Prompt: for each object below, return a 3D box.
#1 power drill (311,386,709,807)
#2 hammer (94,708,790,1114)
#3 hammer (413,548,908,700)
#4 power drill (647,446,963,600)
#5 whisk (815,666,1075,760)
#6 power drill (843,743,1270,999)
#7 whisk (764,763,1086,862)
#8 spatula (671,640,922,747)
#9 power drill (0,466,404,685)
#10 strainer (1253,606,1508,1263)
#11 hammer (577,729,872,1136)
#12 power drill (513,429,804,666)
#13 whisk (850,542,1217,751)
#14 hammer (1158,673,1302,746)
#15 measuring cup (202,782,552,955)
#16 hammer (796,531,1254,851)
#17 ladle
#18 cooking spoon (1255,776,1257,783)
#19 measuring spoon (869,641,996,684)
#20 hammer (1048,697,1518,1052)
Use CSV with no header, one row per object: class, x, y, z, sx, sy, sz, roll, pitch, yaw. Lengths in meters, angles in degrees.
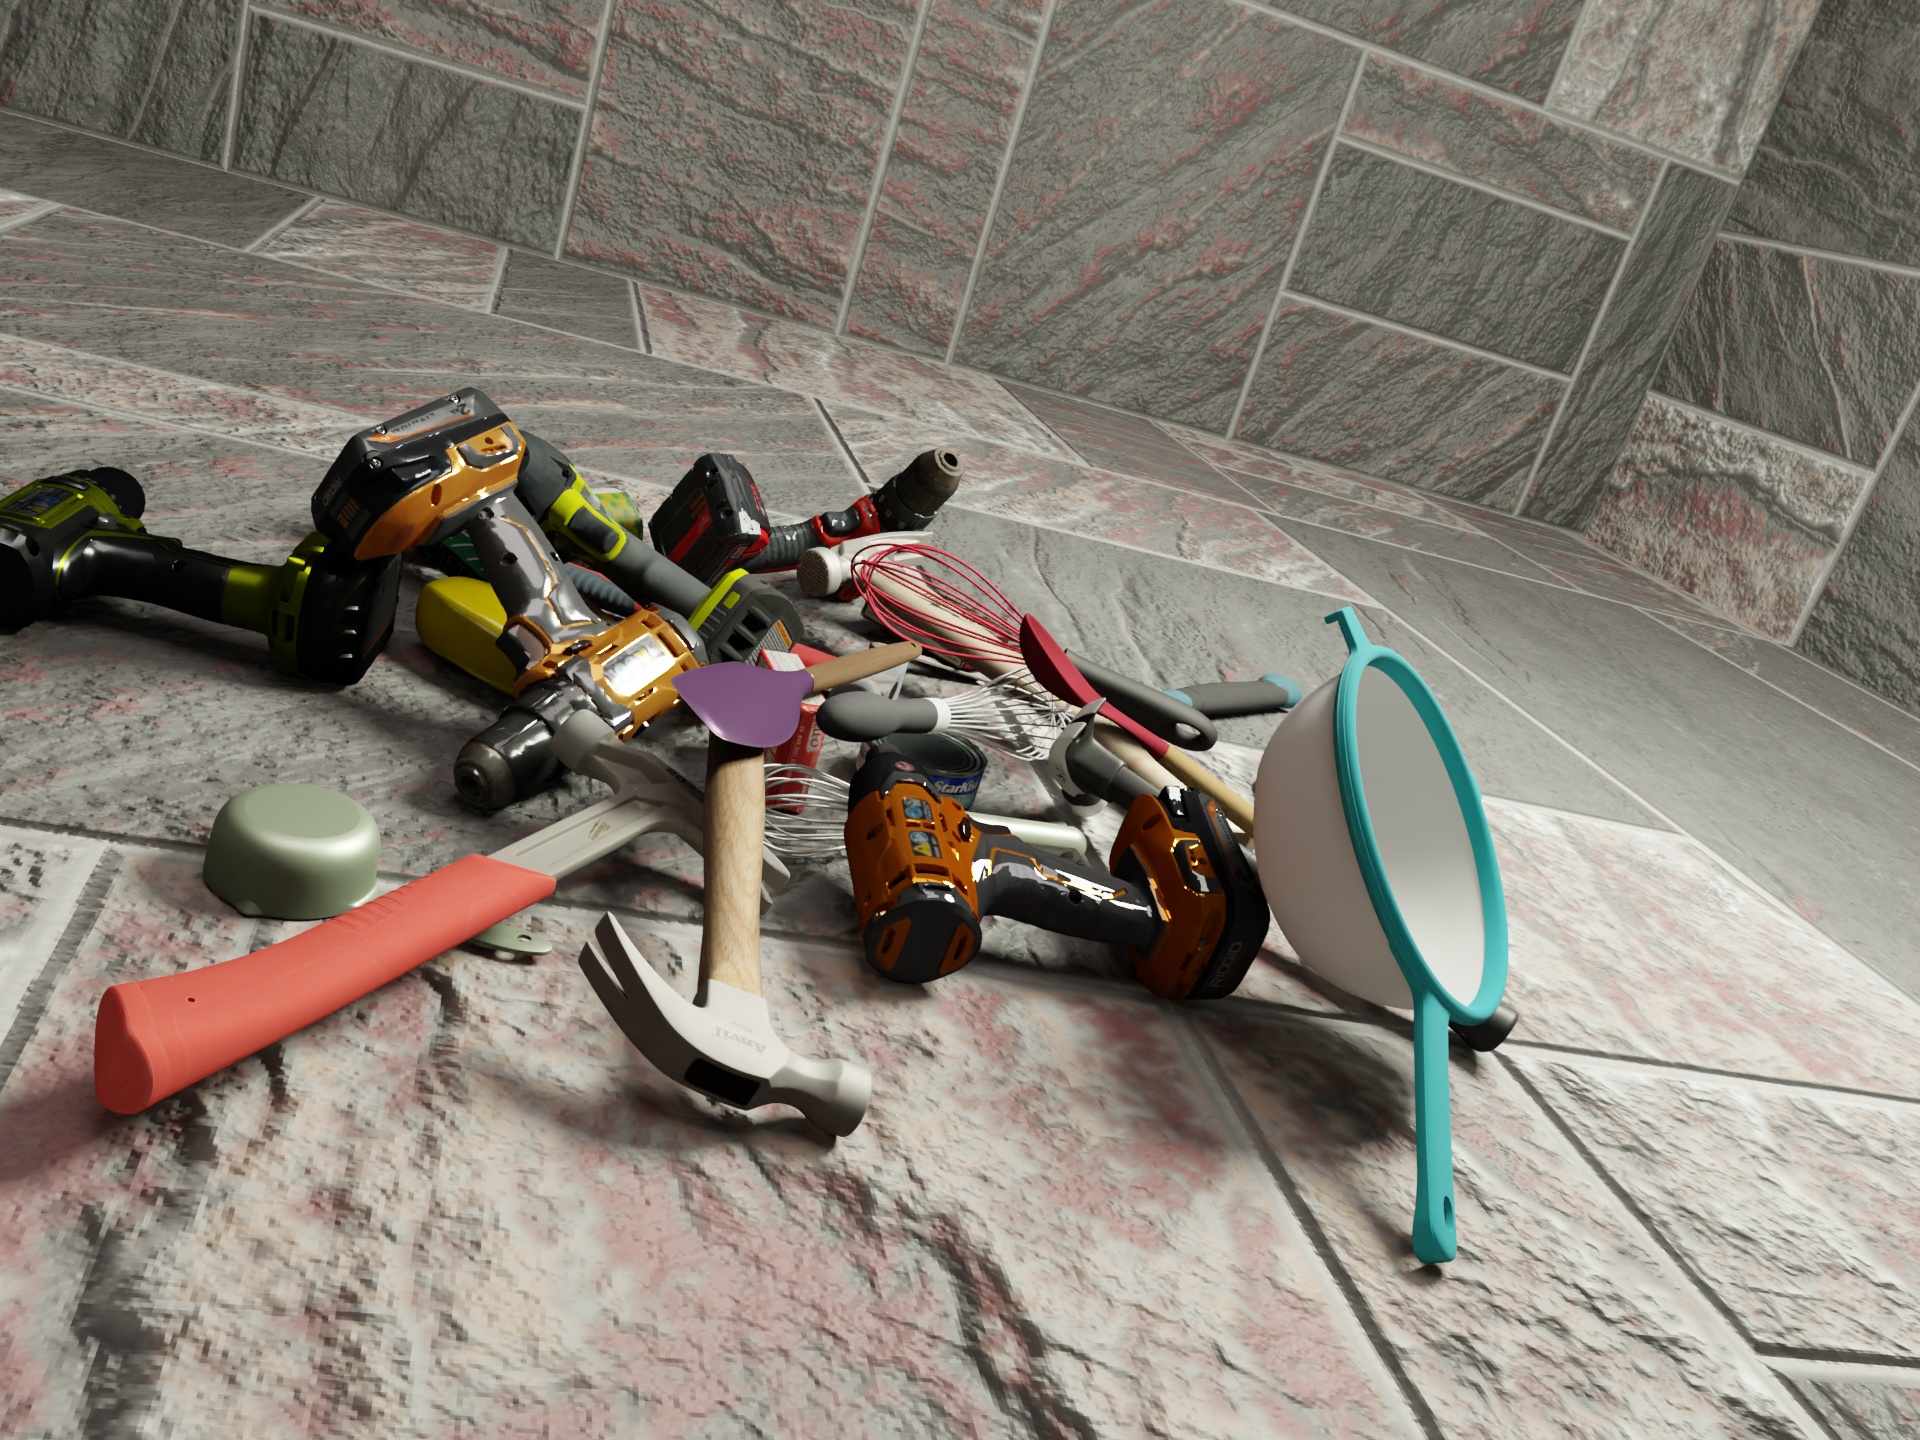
power drill,-0.273,-0.066,0.922,0.226,0.084,0.185,50,40,-4
hammer,-0.217,0.087,0.709,0.149,0.036,0.359,38,24,9
hammer,-0.228,-0.088,1.210,0.386,0.038,0.143,19,18,5
power drill,-0.121,-0.166,1.315,0.226,0.188,0.080,-4,65,-42
whisk,-0.002,-0.002,1.021,0.070,0.070,0.284,29,16,29
power drill,0.044,0.079,0.903,0.226,0.084,0.164,8,35,-19
whisk,-0.025,0.065,0.975,0.246,0.057,0.059,10,55,-30
spatula,-0.084,-0.025,0.971,0.060,0.018,0.316,48,20,6
power drill,-0.470,-0.099,0.981,0.228,0.080,0.191,11,21,-10
strainer,0.212,0.122,0.847,0.210,0.095,0.341,43,42,-37
hammer,-0.116,0.064,0.798,0.130,0.031,0.332,25,25,-21
power drill,-0.220,-0.106,1.066,0.223,0.080,0.171,36,-7,6
whisk,0.054,-0.050,1.149,0.296,0.073,0.073,27,19,-4
hammer,0.199,-0.018,1.394,0.128,0.033,0.331,31,24,36
measuring cup,-0.269,0.071,0.746,0.167,0.038,0.083,17,20,1
hammer,0.063,-0.027,1.211,0.411,0.038,0.146,37,33,25
ladle,0.157,0.036,1.073,0.315,0.031,0.069,37,16,-10
cooking spoon,0.295,0.108,1.161,0.068,0.017,0.319,10,20,-18
measuring spoon,-0.021,-0.040,1.302,0.124,0.018,0.034,15,12,-29
hammer,0.194,0.099,0.999,0.335,0.035,0.146,34,-17,23
